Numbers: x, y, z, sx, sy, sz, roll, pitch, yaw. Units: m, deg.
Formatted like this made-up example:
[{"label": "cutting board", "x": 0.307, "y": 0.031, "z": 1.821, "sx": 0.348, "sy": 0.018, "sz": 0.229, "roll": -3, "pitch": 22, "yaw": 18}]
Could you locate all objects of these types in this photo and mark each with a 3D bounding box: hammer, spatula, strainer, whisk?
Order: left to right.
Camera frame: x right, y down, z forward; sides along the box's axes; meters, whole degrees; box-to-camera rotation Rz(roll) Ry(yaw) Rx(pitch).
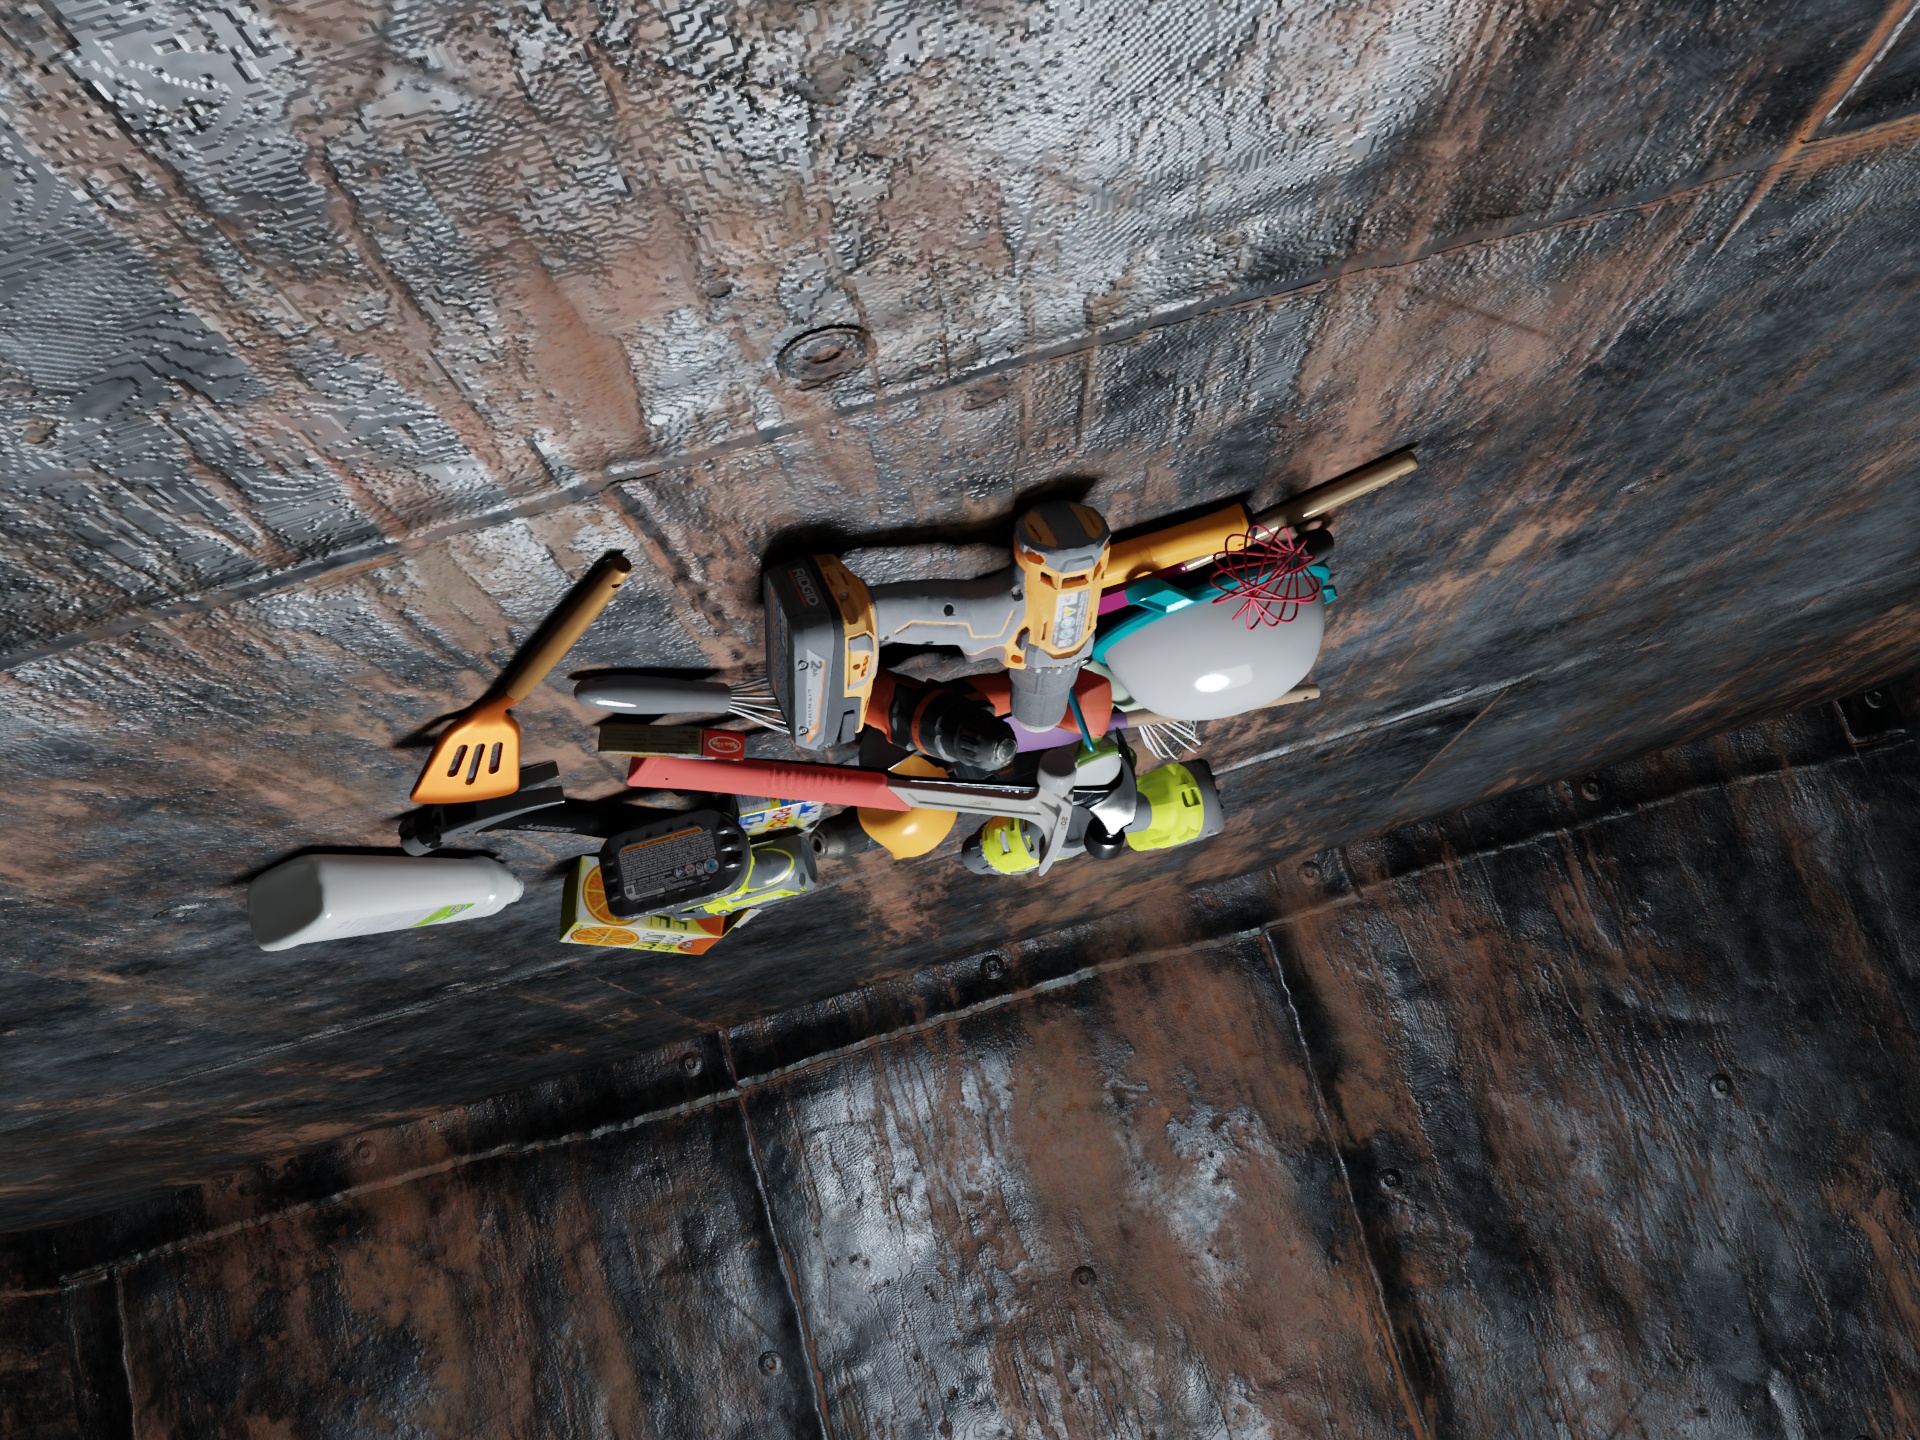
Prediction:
[{"label": "spatula", "x": -0.283, "y": -0.021, "z": 1.048, "sx": 0.081, "sy": 0.041, "sz": 0.322, "roll": -4, "pitch": 160, "yaw": -37}, {"label": "hammer", "x": -0.325, "y": 0.089, "z": 1.414, "sx": 0.146, "sy": 0.035, "sz": 0.334, "roll": -22, "pitch": 164, "yaw": 21}, {"label": "whisk", "x": -0.176, "y": -0.015, "z": 1.178, "sx": 0.238, "sy": 0.055, "sz": 0.055, "roll": 2, "pitch": 156, "yaw": -41}, {"label": "hammer", "x": -0.089, "y": 0.060, "z": 1.301, "sx": 0.359, "sy": 0.037, "sz": 0.149, "roll": 6, "pitch": 143, "yaw": -3}, {"label": "hammer", "x": -0.047, "y": 0.053, "z": 1.355, "sx": 0.409, "sy": 0.036, "sz": 0.149, "roll": 4, "pitch": 139, "yaw": -7}, {"label": "strainer", "x": -0.002, "y": -0.004, "z": 1.403, "sx": 0.258, "sy": 0.050, "sz": 0.087, "roll": -23, "pitch": -166, "yaw": 12}, {"label": "hammer", "x": 0.051, "y": -0.097, "z": 1.148, "sx": 0.337, "sy": 0.034, "sz": 0.127, "roll": -17, "pitch": 166, "yaw": 2}, {"label": "strainer", "x": 0.110, "y": 0.024, "z": 1.614, "sx": 0.151, "sy": 0.069, "sz": 0.256, "roll": -22, "pitch": 154, "yaw": -20}, {"label": "whisk", "x": 0.165, "y": -0.016, "z": 1.488, "sx": 0.059, "sy": 0.058, "sz": 0.246, "roll": -56, "pitch": 144, "yaw": 1}, {"label": "spatula", "x": 0.175, "y": -0.006, "z": 1.449, "sx": 0.316, "sy": 0.018, "sz": 0.059, "roll": -8, "pitch": 143, "yaw": -7}, {"label": "strainer", "x": 0.201, "y": -0.055, "z": 1.285, "sx": 0.211, "sy": 0.095, "sz": 0.340, "roll": -21, "pitch": 171, "yaw": 19}, {"label": "whisk", "x": 0.234, "y": -0.114, "z": 1.140, "sx": 0.073, "sy": 0.073, "sz": 0.296, "roll": -24, "pitch": -178, "yaw": 24}]

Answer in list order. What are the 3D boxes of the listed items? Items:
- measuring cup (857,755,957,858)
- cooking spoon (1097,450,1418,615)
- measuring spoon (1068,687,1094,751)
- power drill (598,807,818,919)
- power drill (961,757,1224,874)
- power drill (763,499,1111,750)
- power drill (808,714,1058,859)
[{"label": "measuring cup", "x": -0.082, "y": 0.065, "z": 1.474, "sx": 0.174, "sy": 0.095, "sz": 0.052, "roll": 18, "pitch": 166, "yaw": 40}, {"label": "cooking spoon", "x": 0.194, "y": -0.131, "z": 1.210, "sx": 0.319, "sy": 0.017, "sz": 0.068, "roll": -23, "pitch": 170, "yaw": 24}, {"label": "measuring spoon", "x": 0.070, "y": -0.033, "z": 1.212, "sx": 0.021, "sy": 0.129, "sz": 0.042, "roll": -22, "pitch": 174, "yaw": 11}, {"label": "power drill", "x": -0.244, "y": 0.146, "z": 1.493, "sx": 0.171, "sy": 0.080, "sz": 0.223, "roll": -16, "pitch": 167, "yaw": 7}, {"label": "power drill", "x": 0.125, "y": 0.103, "z": 1.565, "sx": 0.228, "sy": 0.080, "sz": 0.190, "roll": -9, "pitch": 171, "yaw": -29}, {"label": "power drill", "x": -0.013, "y": -0.047, "z": 1.071, "sx": 0.226, "sy": 0.084, "sz": 0.185, "roll": -13, "pitch": 138, "yaw": -17}, {"label": "power drill", "x": -0.027, "y": 0.074, "z": 1.560, "sx": 0.188, "sy": 0.080, "sz": 0.226, "roll": -18, "pitch": 173, "yaw": -43}]
